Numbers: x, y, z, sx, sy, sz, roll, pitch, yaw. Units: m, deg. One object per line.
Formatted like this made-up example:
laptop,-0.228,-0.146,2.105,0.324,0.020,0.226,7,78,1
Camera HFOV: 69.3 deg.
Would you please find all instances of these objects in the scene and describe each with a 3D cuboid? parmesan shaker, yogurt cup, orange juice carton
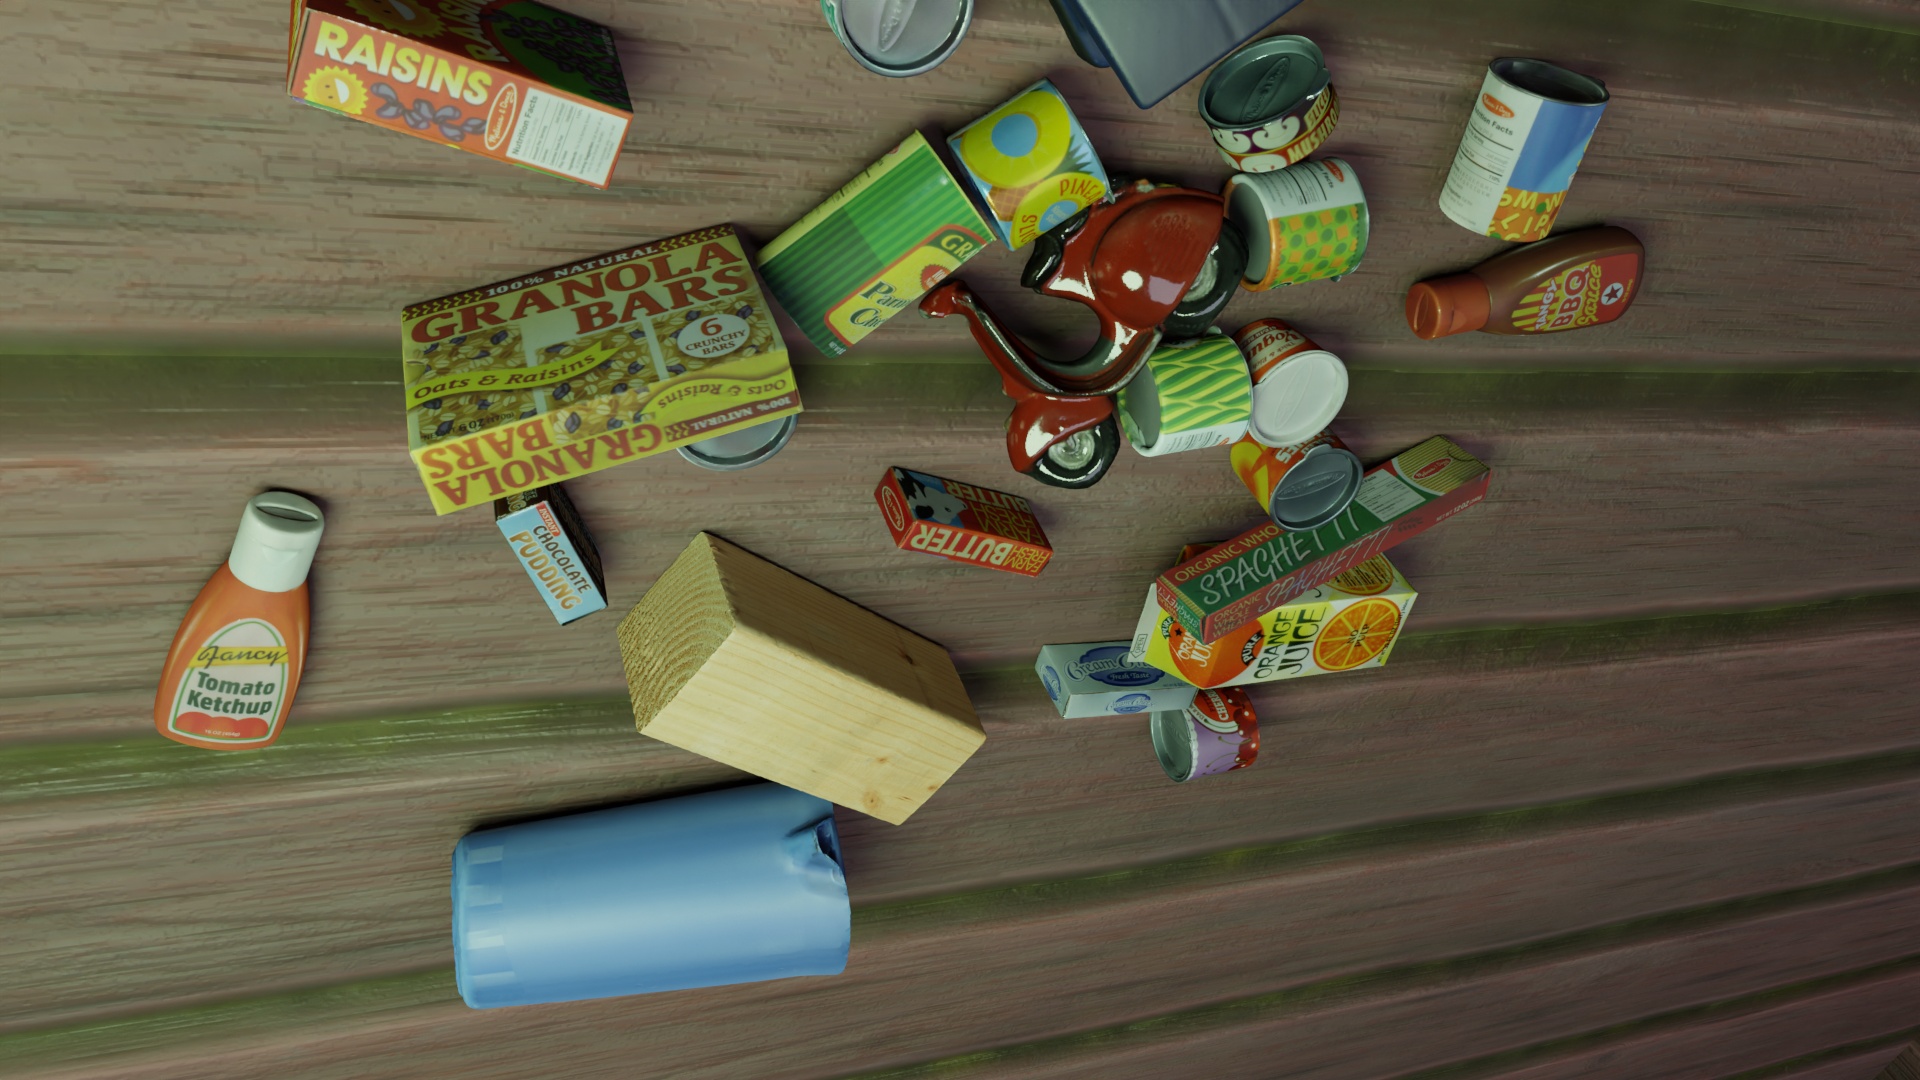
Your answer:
parmesan shaker,-0.042,-0.146,0.693,0.103,0.071,0.071,-36,133,8
yogurt cup,0.193,-0.099,0.846,0.072,0.054,0.072,-13,132,-14
orange juice carton,0.209,0.048,0.966,0.193,0.073,0.071,-5,130,-21

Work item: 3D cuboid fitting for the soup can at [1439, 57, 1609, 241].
soup can,0.321,-0.222,0.791,0.071,0.071,0.083,-6,131,-20

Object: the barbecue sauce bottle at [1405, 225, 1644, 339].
barbecue sauce bottle,0.355,-0.157,0.878,0.149,0.044,0.064,-12,133,-14

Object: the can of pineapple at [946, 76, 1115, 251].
can of pineapple,0.034,-0.185,0.690,0.058,0.071,0.070,-31,134,4

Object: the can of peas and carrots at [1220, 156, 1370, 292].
can of peas and carrots,0.183,-0.173,0.770,0.059,0.071,0.070,-13,132,-13

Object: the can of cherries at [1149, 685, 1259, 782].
can of cherries,0.182,0.140,1.036,0.058,0.072,0.071,-8,131,-18

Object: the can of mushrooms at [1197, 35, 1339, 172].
can of mushrooms,0.161,-0.224,0.714,0.071,0.071,0.033,-34,135,6

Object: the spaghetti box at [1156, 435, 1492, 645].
spaghetti box,0.242,-0.004,0.918,0.251,0.050,0.028,-25,135,-21

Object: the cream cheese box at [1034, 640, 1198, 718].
cream cheese box,0.109,0.096,0.974,0.104,0.053,0.024,-1,126,-23

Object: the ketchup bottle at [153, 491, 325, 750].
ketchup bottle,-0.367,0.042,0.718,0.065,0.044,0.148,13,121,-32

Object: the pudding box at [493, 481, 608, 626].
pudding box,-0.220,-0.001,0.744,0.030,0.050,0.083,-21,133,-5

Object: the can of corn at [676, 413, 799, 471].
can of corn,-0.122,-0.081,0.715,0.071,0.058,0.070,-13,132,-14

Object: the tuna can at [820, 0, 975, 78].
tuna can,-0.032,-0.249,0.631,0.071,0.033,0.070,-13,132,-15

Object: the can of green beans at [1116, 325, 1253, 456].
can of green beans,0.131,-0.086,0.821,0.058,0.071,0.070,-10,131,-16

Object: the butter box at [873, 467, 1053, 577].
butter box,0.003,-0.010,0.835,0.103,0.053,0.024,13,124,-32

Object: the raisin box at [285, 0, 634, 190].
raisin box,-0.202,-0.194,0.562,0.123,0.086,0.040,11,127,-31

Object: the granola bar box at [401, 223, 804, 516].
granola bar box,-0.169,-0.085,0.644,0.166,0.125,0.038,-17,133,-10

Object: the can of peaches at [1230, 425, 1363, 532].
can of peaches,0.216,-0.050,0.896,0.071,0.058,0.070,-12,132,-14
